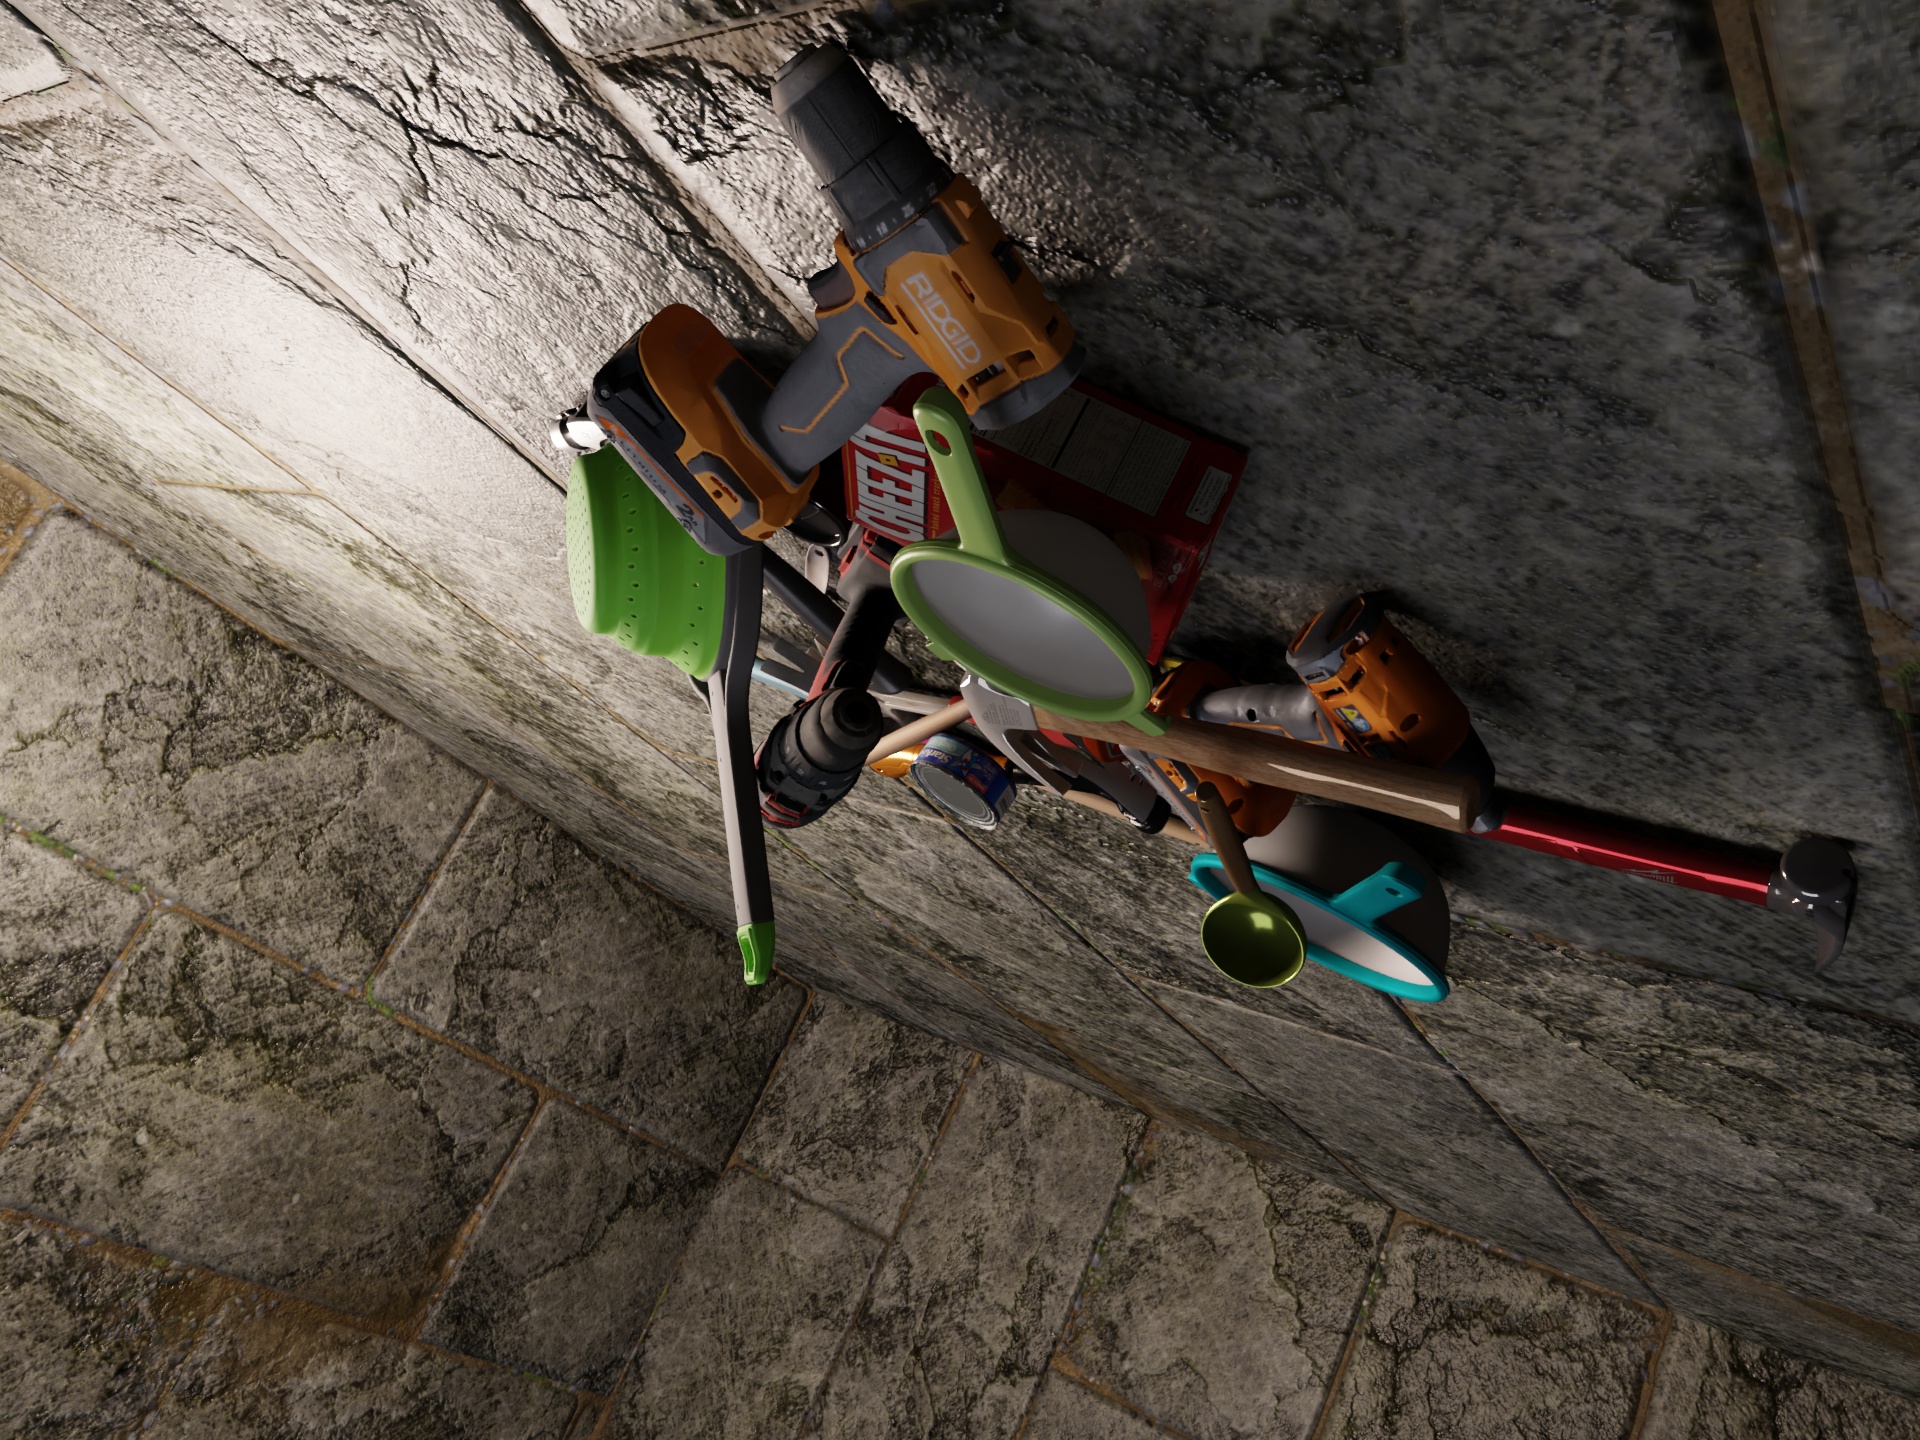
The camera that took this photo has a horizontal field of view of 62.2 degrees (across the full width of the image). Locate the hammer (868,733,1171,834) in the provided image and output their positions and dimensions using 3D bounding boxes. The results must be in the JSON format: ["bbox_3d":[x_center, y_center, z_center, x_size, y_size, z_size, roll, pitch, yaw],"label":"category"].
[{"bbox_3d":[0.021,0.038,1.347,0.127,0.034,0.337,38,160,-34],"label":"hammer"}]

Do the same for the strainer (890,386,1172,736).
[{"bbox_3d":[0.030,-0.093,0.787,0.151,0.069,0.256,21,158,25],"label":"strainer"}]

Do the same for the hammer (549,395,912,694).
[{"bbox_3d":[-0.154,-0.127,1.210,0.334,0.035,0.146,42,157,-31],"label":"hammer"}]

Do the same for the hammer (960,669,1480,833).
[{"bbox_3d":[0.144,0.016,0.954,0.331,0.031,0.129,14,141,33],"label":"hammer"}]

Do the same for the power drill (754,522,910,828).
[{"bbox_3d":[-0.060,-0.046,1.009,0.080,0.227,0.188,28,156,-10],"label":"power drill"}]

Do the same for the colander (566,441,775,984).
[{"bbox_3d":[-0.182,-0.032,0.984,0.094,0.397,0.204,-4,170,-22],"label":"colander"}]

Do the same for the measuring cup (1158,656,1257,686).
[{"bbox_3d":[0.202,-0.006,1.084,0.156,0.029,0.062,21,162,16],"label":"measuring cup"}]

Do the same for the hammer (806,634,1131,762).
[{"bbox_3d":[0.031,-0.006,1.322,0.359,0.037,0.149,11,157,43],"label":"hammer"}]

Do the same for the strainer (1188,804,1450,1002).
[{"bbox_3d":[0.290,0.108,1.150,0.211,0.095,0.340,29,167,6],"label":"strainer"}]

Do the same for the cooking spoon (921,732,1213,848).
[{"bbox_3d":[0.086,0.058,1.457,0.319,0.017,0.068,20,162,23],"label":"cooking spoon"}]

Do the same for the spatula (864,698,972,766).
[{"bbox_3d":[-0.002,-0.004,1.276,0.059,0.018,0.316,36,143,-25],"label":"spatula"}]

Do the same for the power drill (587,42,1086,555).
[{"bbox_3d":[-0.078,-0.192,0.759,0.226,0.084,0.185,-22,118,35],"label":"power drill"}]

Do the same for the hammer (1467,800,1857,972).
[{"bbox_3d":[0.378,0.078,1.060,0.386,0.038,0.143,15,161,34],"label":"hammer"}]

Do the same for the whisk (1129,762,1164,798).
[{"bbox_3d":[0.253,0.117,1.330,0.295,0.073,0.073,38,160,-15],"label":"whisk"}]

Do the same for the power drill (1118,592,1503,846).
[{"bbox_3d":[0.219,0.018,0.986,0.164,0.084,0.226,47,151,-13],"label":"power drill"}]

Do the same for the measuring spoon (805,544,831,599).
[{"bbox_3d":[-0.111,-0.114,1.264,0.034,0.018,0.124,27,156,4],"label":"measuring spoon"}]

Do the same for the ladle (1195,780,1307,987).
[{"bbox_3d":[0.178,0.110,1.035,0.078,0.062,0.319,15,163,22],"label":"ladle"}]

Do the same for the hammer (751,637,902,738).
[{"bbox_3d":[-0.194,-0.050,1.453,0.331,0.033,0.128,20,164,46],"label":"hammer"}]
